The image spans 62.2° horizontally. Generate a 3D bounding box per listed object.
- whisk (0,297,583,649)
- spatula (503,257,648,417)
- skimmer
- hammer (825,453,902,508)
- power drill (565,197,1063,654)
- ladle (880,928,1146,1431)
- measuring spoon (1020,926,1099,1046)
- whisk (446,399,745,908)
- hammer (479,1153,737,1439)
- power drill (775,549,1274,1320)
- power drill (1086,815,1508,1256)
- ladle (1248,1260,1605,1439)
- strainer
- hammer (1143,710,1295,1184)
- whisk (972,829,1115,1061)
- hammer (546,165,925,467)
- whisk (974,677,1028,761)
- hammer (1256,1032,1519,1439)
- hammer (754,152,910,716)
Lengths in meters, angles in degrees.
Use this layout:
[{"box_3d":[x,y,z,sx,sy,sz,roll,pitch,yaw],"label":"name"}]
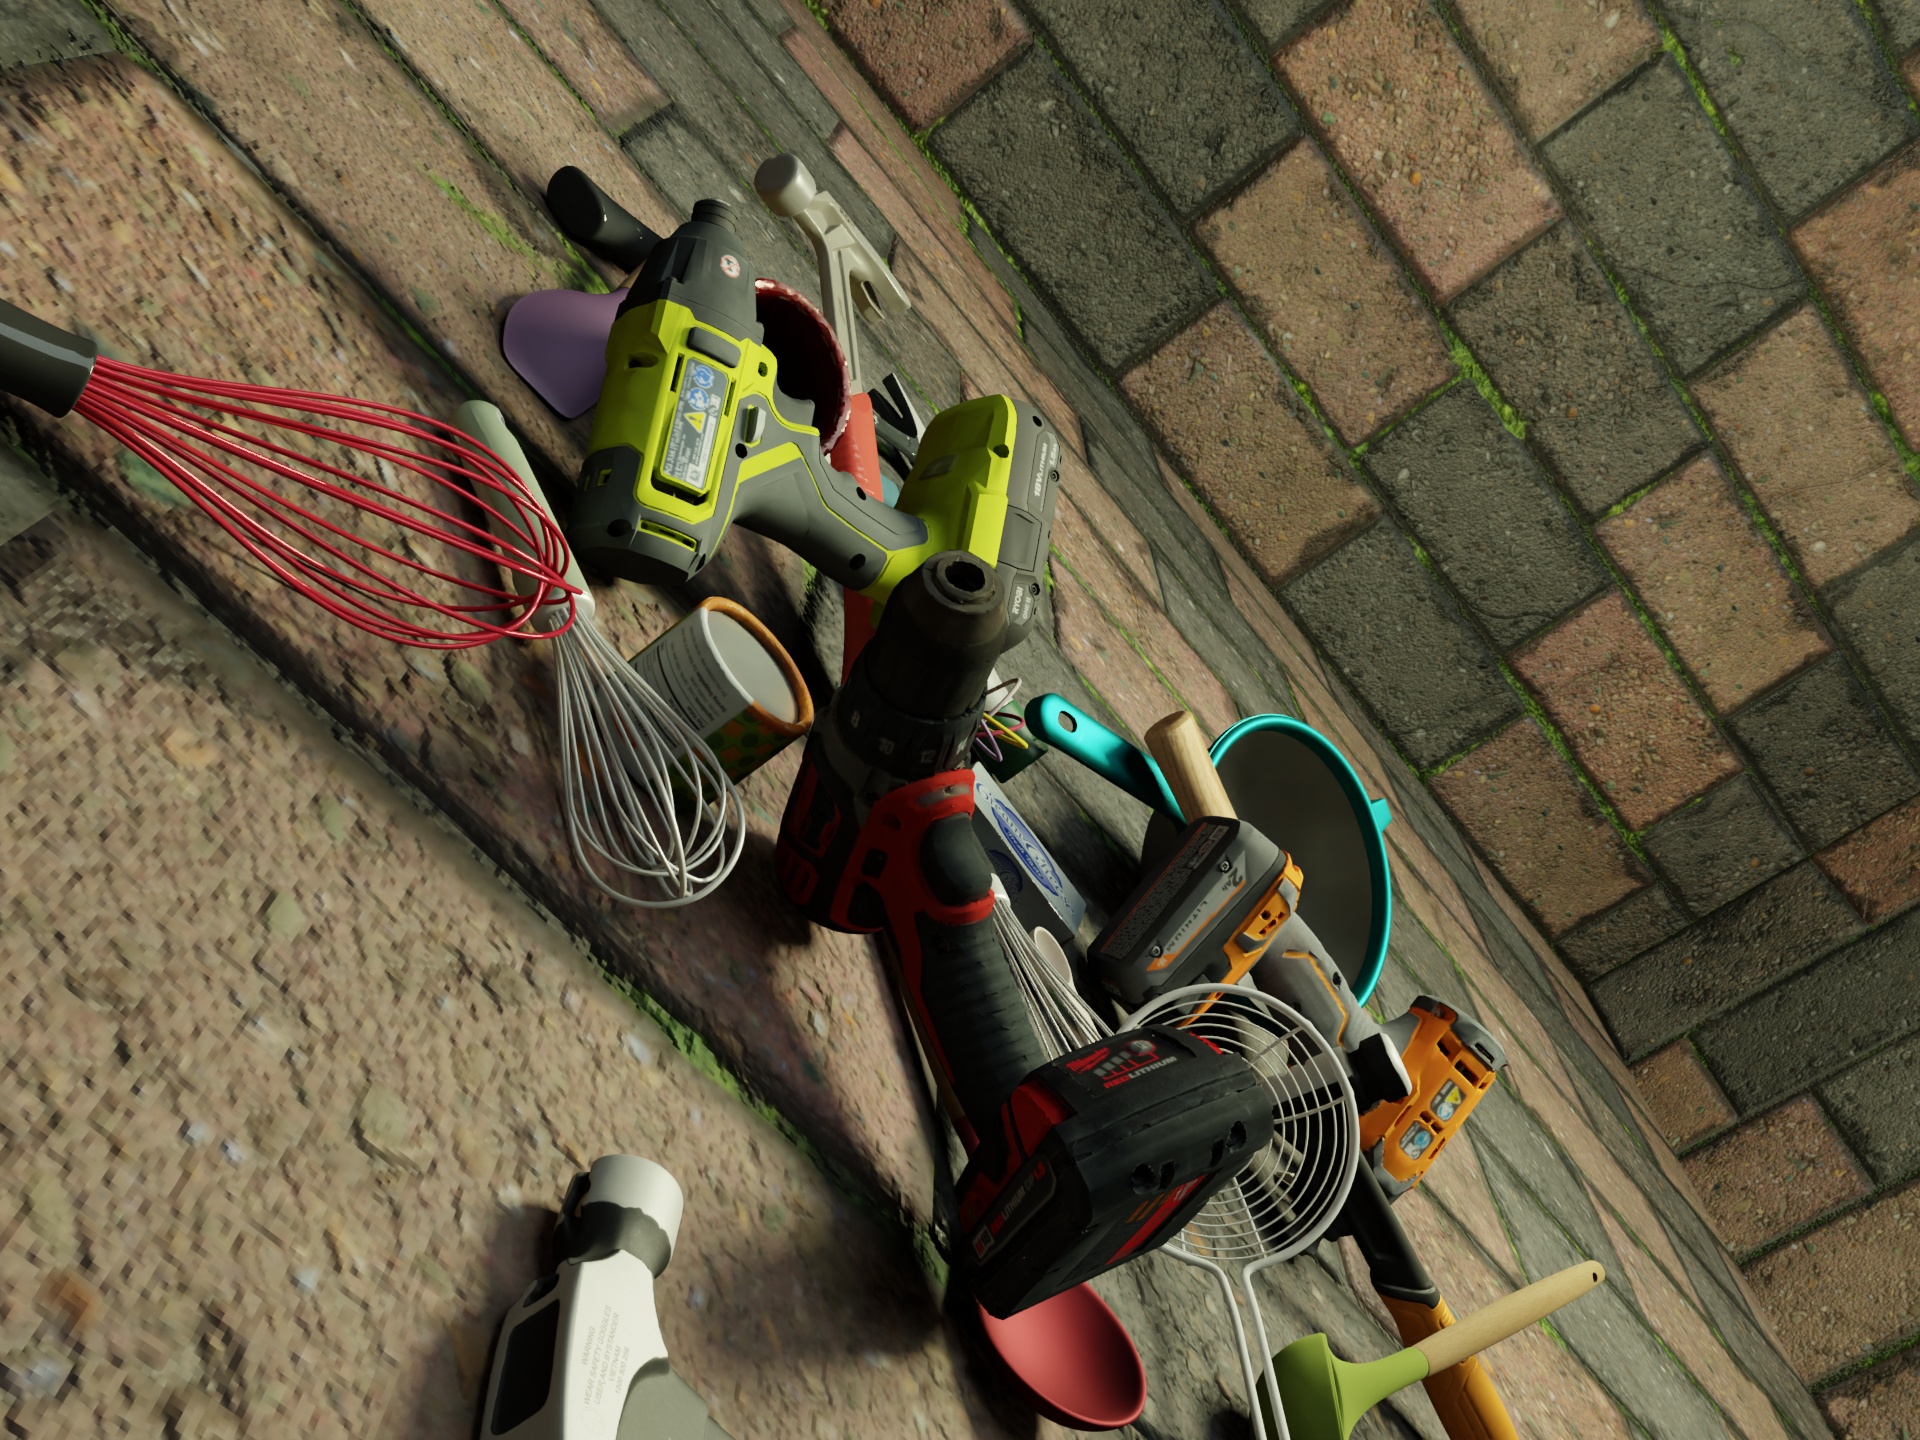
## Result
[{"box_3d":[-0.232,-0.088,0.452,0.295,0.073,0.073,27,31,-43],"label":"whisk"},{"box_3d":[-0.178,-0.241,0.876,0.059,0.018,0.316,46,28,-17],"label":"spatula"},{"box_3d":[0.125,0.255,0.624,0.364,0.127,0.090,-93,-172,-59],"label":"skimmer"},{"box_3d":[-0.042,-0.140,1.038,0.330,0.033,0.128,26,50,-64],"label":"hammer"},{"box_3d":[-0.061,-0.124,0.740,0.223,0.080,0.171,20,74,-38],"label":"power drill"},{"box_3d":[-0.004,0.141,0.652,0.069,0.031,0.316,16,36,-38],"label":"ladle"},{"box_3d":[0.060,0.164,0.807,0.124,0.018,0.034,64,19,10],"label":"measuring spoon"},{"box_3d":[-0.146,-0.033,0.592,0.247,0.059,0.057,59,-18,28],"label":"whisk"},{"box_3d":[0.004,0.266,0.423,0.334,0.035,0.146,47,18,-21],"label":"hammer"},{"box_3d":[0.012,0.070,0.563,0.080,0.187,0.227,-13,57,-30],"label":"power drill"},{"box_3d":[0.180,0.180,0.885,0.226,0.164,0.084,43,-11,-11],"label":"power drill"},{"box_3d":[0.247,0.307,0.775,0.320,0.062,0.078,0,80,-43],"label":"ladle"},{"box_3d":[0.142,0.077,1.022,0.340,0.095,0.211,32,60,-31],"label":"strainer"},{"box_3d":[0.191,0.148,0.963,0.130,0.031,0.331,-35,103,-42],"label":"hammer"},{"box_3d":[0.023,0.108,0.744,0.070,0.070,0.285,37,20,-44],"label":"whisk"},{"box_3d":[-0.123,-0.253,1.077,0.408,0.036,0.149,27,30,-55],"label":"hammer"},{"box_3d":[0.000,-0.001,0.806,0.245,0.047,0.051,-168,-98,-85],"label":"whisk"},{"box_3d":[0.243,0.328,0.861,0.336,0.127,0.034,60,12,-15],"label":"hammer"},{"box_3d":[-0.056,-0.147,0.900,0.149,0.037,0.359,42,34,-55],"label":"hammer"}]
